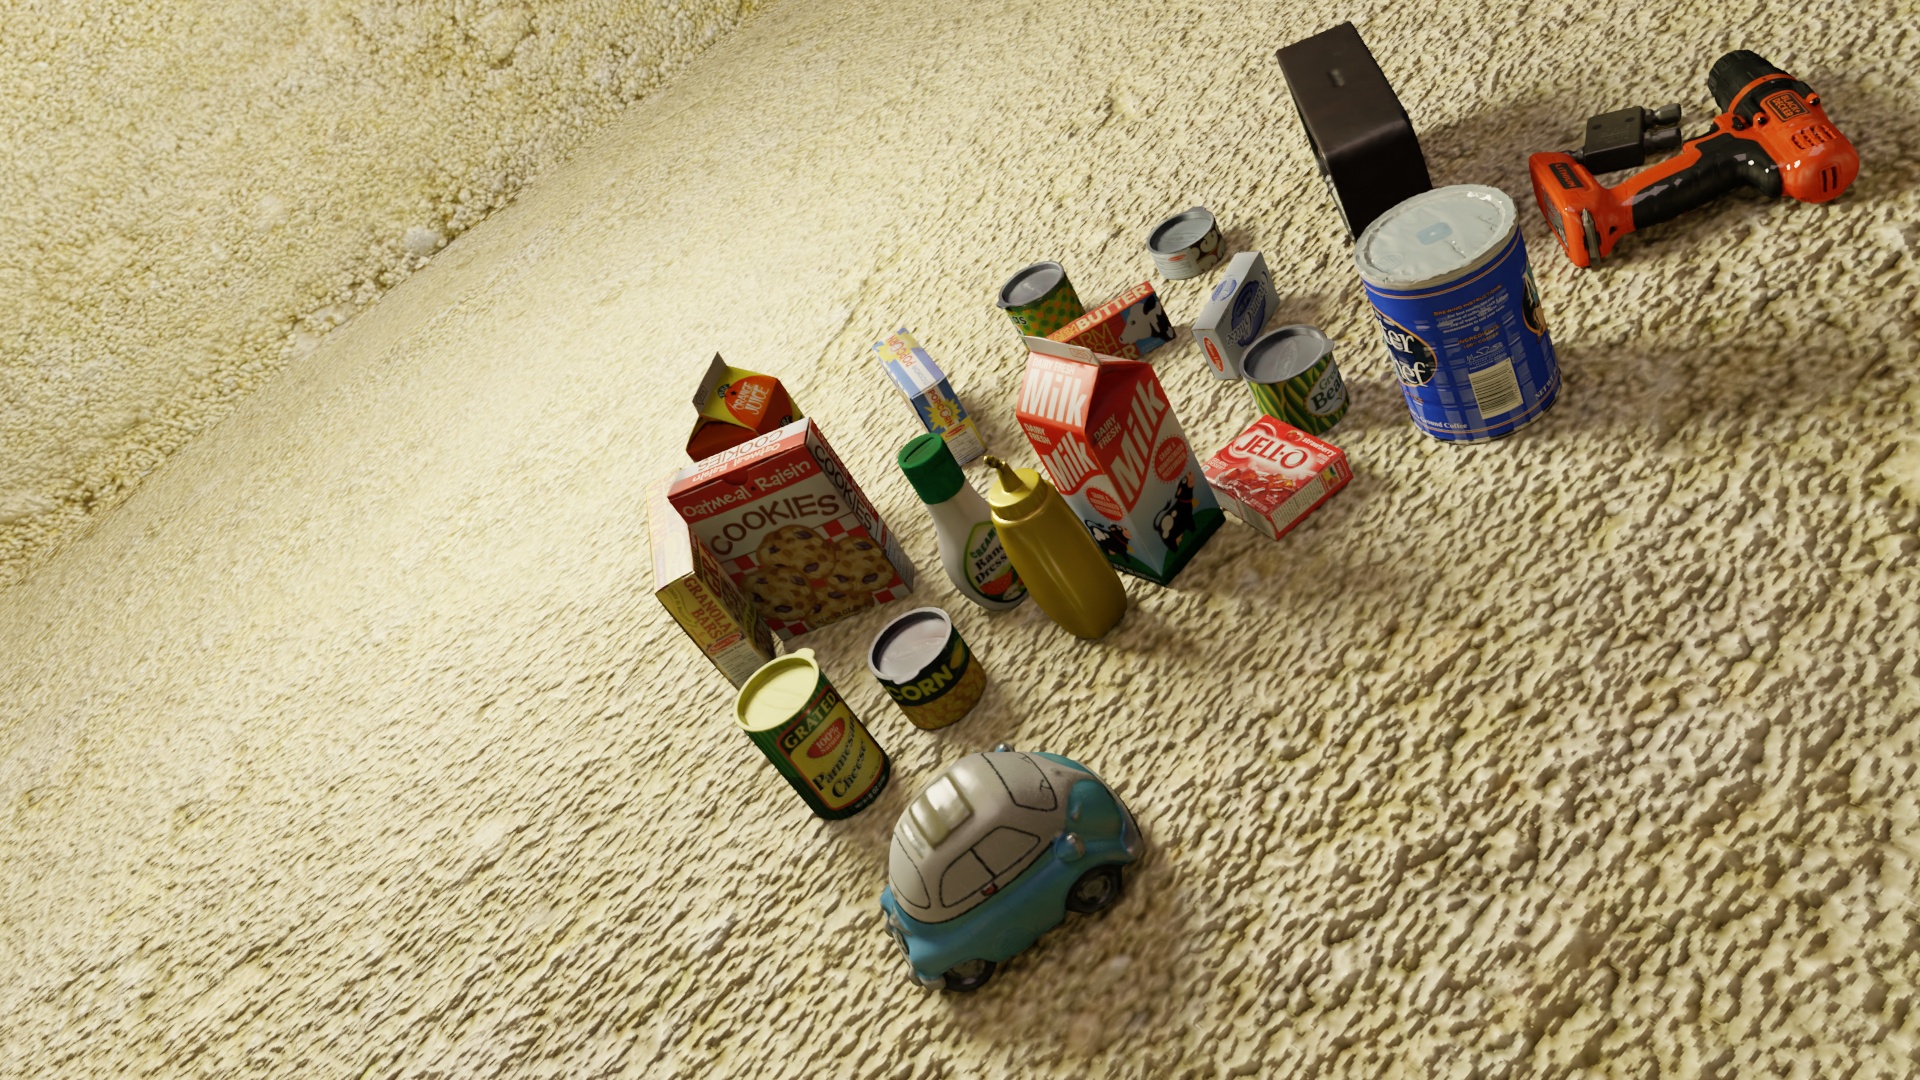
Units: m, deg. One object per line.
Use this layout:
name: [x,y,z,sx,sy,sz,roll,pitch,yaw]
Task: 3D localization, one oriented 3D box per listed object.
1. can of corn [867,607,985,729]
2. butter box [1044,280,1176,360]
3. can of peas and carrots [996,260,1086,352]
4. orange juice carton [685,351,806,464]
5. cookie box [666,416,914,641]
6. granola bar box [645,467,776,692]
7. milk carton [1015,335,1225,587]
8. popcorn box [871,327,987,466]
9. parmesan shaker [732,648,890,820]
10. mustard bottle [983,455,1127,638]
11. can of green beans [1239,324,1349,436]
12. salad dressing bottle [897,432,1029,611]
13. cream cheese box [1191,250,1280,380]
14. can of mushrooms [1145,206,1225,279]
can of corn: [-0.023,0.092,0.980,0.071,0.058,0.071,-21,36,16]
butter box: [0.128,-0.174,1.194,0.103,0.053,0.024,-29,34,6]
can of peas and carrots: [0.075,-0.213,1.279,0.071,0.058,0.071,-21,36,16]
orange juice carton: [-0.162,-0.066,1.167,0.073,0.192,0.072,-14,39,26]
cookie box: [-0.130,-0.005,1.088,0.123,0.167,0.040,-21,36,17]
granola bar box: [-0.207,0.031,1.142,0.039,0.123,0.166,-30,34,4]
milk carton: [0.104,-0.064,0.954,0.074,0.190,0.072,-46,36,-18]
popcorn box: [-0.028,-0.127,1.231,0.038,0.085,0.127,-33,34,0]
parmesan shaker: [-0.098,0.133,0.949,0.071,0.102,0.072,-21,36,17]
mustard bottle: [0.058,-0.001,0.940,0.049,0.159,0.065,-47,36,-19]
can of green beans: [0.247,-0.116,1.024,0.071,0.057,0.071,-21,36,16]
salad dressing bottle: [0.004,-0.013,1.009,0.064,0.147,0.044,-42,35,-12]
cream cheese box: [0.224,-0.183,1.128,0.024,0.053,0.104,2,47,40]
can of mushrooms: [0.207,-0.271,1.268,0.071,0.033,0.071,-21,36,16]
